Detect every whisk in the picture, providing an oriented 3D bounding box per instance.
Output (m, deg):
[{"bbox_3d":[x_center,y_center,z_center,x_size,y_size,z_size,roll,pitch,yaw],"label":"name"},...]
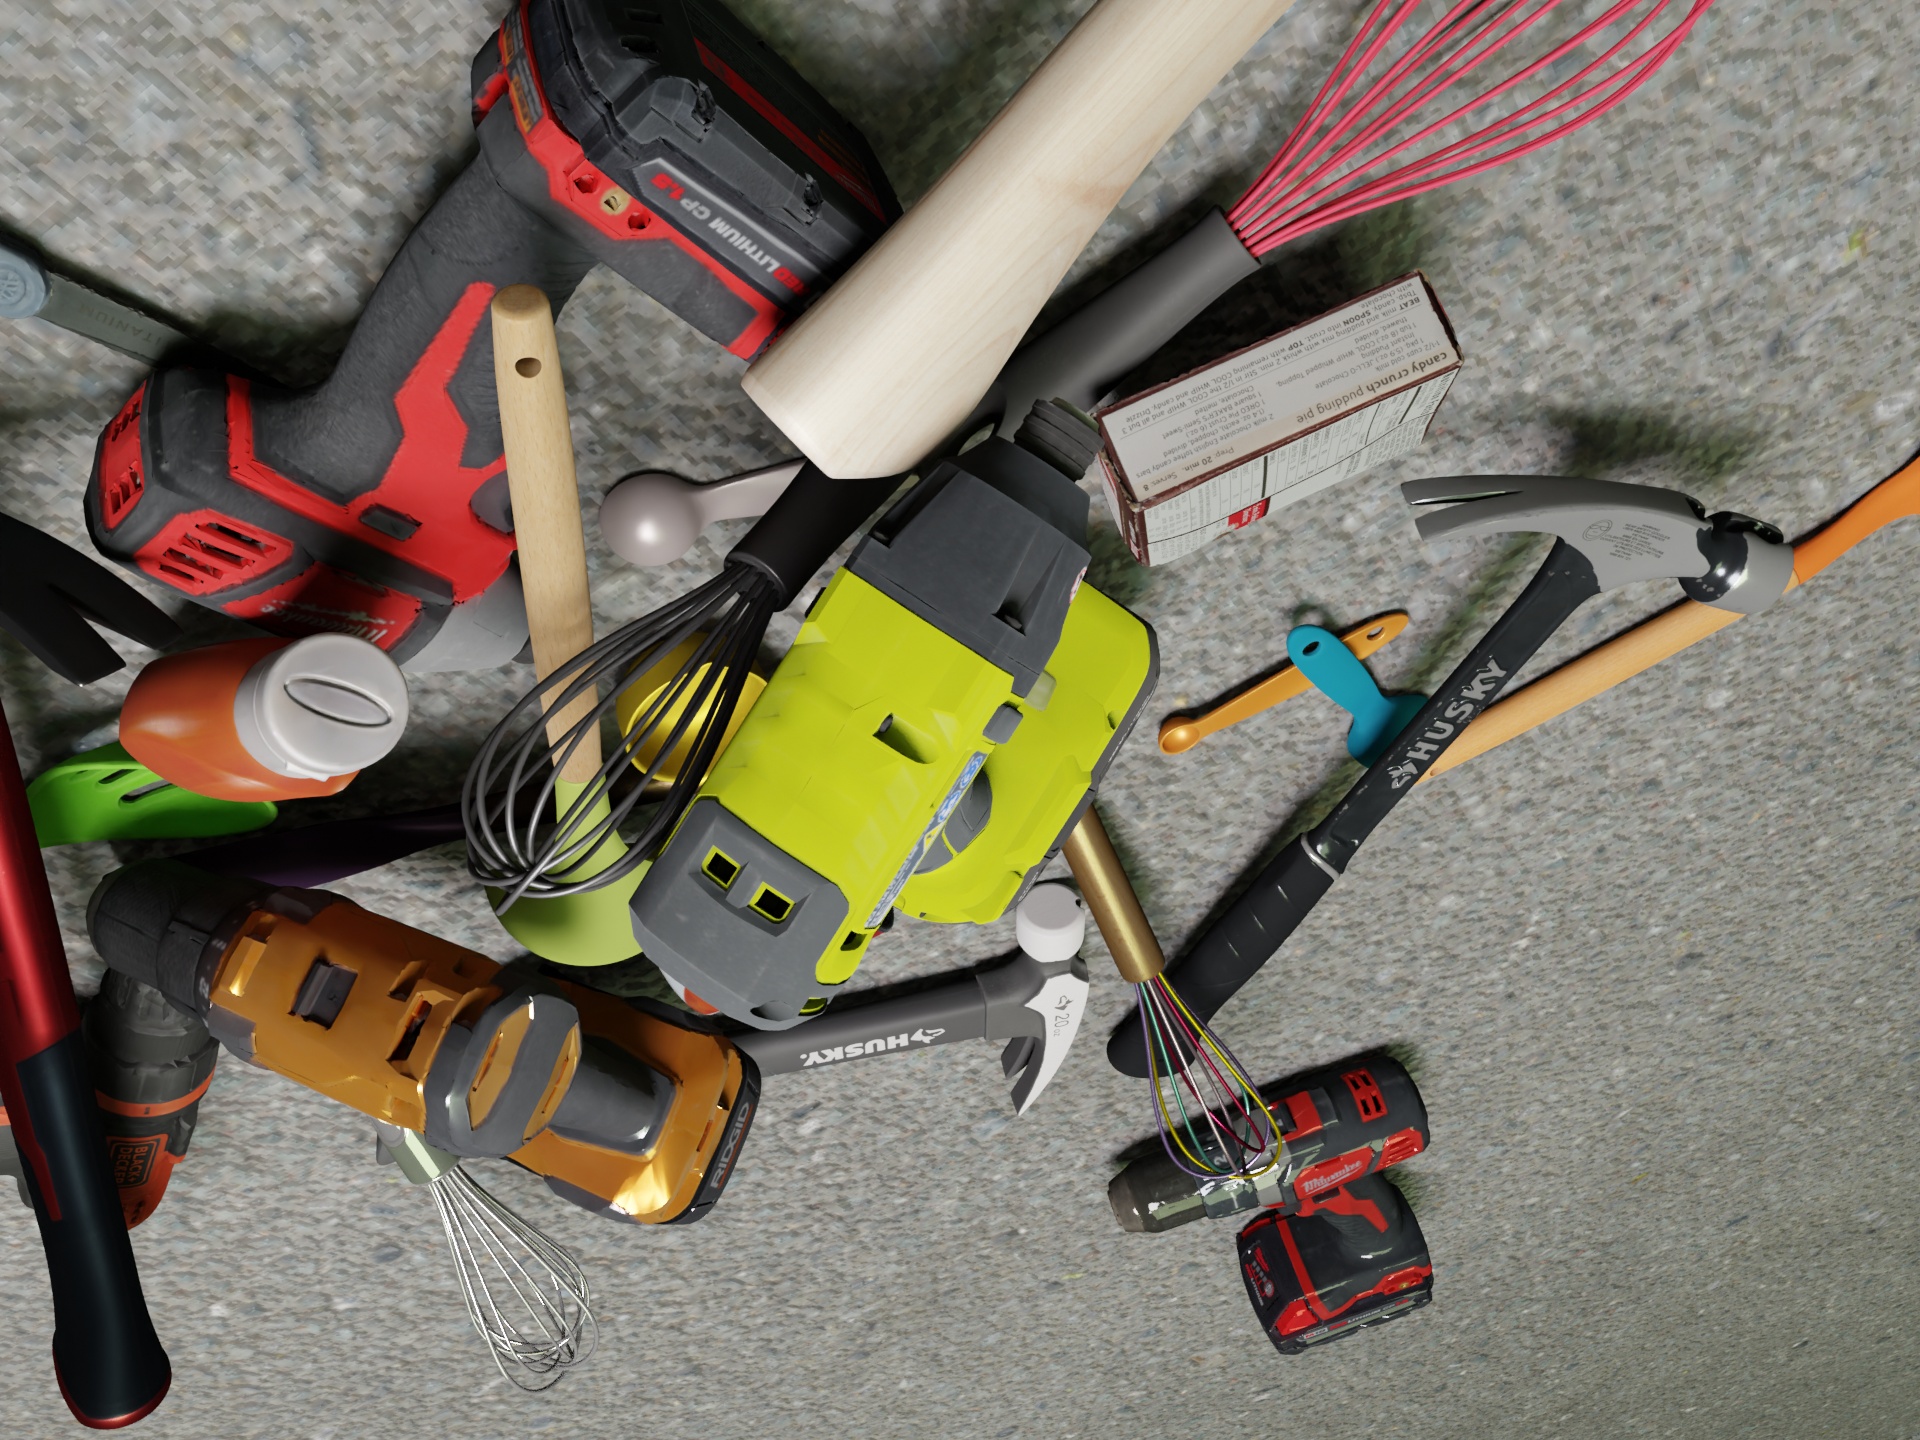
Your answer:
[{"bbox_3d":[-0.058,-0.039,0.456,0.055,0.239,0.055,25,148,17],"label":"whisk"},{"bbox_3d":[0.096,0.129,0.738,0.051,0.047,0.244,-43,122,-29],"label":"whisk"},{"bbox_3d":[0.099,-0.157,0.476,0.296,0.073,0.073,-35,135,23],"label":"whisk"},{"bbox_3d":[-0.224,0.198,0.688,0.058,0.059,0.246,-10,118,26],"label":"whisk"}]

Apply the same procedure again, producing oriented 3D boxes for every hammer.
[{"bbox_3d":[0.165,0.049,0.702,0.149,0.036,0.408,12,135,-19],"label":"hammer"},{"bbox_3d":[-0.290,0.109,0.517,0.143,0.038,0.386,21,124,19],"label":"hammer"},{"bbox_3d":[0.097,-0.218,0.363,0.410,0.038,0.146,-44,132,7],"label":"hammer"},{"bbox_3d":[-0.105,0.161,0.749,0.334,0.035,0.146,-10,136,-10],"label":"hammer"}]

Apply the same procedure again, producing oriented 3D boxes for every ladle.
[{"bbox_3d":[-0.120,-0.011,0.488,0.078,0.062,0.320,-6,146,-13],"label":"ladle"}]

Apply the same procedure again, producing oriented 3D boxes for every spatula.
[{"bbox_3d":[-0.155,0.032,0.609,0.316,0.018,0.059,-12,158,-8],"label":"spatula"},{"bbox_3d":[0.340,-0.047,0.687,0.322,0.041,0.080,-30,137,13],"label":"spatula"}]

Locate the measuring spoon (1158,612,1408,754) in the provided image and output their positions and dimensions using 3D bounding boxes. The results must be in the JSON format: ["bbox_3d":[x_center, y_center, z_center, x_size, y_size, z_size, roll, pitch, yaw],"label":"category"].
[{"bbox_3d":[0.134,-0.018,0.670,0.117,0.011,0.021,-28,143,5],"label":"measuring spoon"}]

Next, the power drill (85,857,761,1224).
[{"bbox_3d":[-0.192,0.117,0.591,0.185,0.084,0.226,15,163,22],"label":"power drill"}]

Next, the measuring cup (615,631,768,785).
[{"bbox_3d":[-0.054,-0.015,0.601,0.156,0.029,0.062,-11,137,-26],"label":"measuring cup"}]

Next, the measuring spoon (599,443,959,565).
[{"bbox_3d":[-0.059,-0.074,0.535,0.124,0.018,0.034,-13,137,-8],"label":"measuring spoon"}]

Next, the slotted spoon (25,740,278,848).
[{"bbox_3d":[-0.390,0.058,0.548,0.314,0.031,0.070,-17,155,1],"label":"slotted spoon"}]

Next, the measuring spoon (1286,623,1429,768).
[{"bbox_3d":[0.171,-0.006,0.674,0.042,0.021,0.128,-37,141,17],"label":"measuring spoon"}]

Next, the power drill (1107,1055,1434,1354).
[{"bbox_3d":[0.197,0.303,0.974,0.188,0.080,0.226,-20,135,2],"label":"power drill"}]

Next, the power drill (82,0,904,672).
[{"bbox_3d":[-0.122,-0.093,0.448,0.219,0.079,0.143,-36,142,22],"label":"power drill"}]

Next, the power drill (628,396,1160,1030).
[{"bbox_3d":[-0.001,-0.002,0.485,0.171,0.080,0.223,-57,170,4],"label":"power drill"}]
